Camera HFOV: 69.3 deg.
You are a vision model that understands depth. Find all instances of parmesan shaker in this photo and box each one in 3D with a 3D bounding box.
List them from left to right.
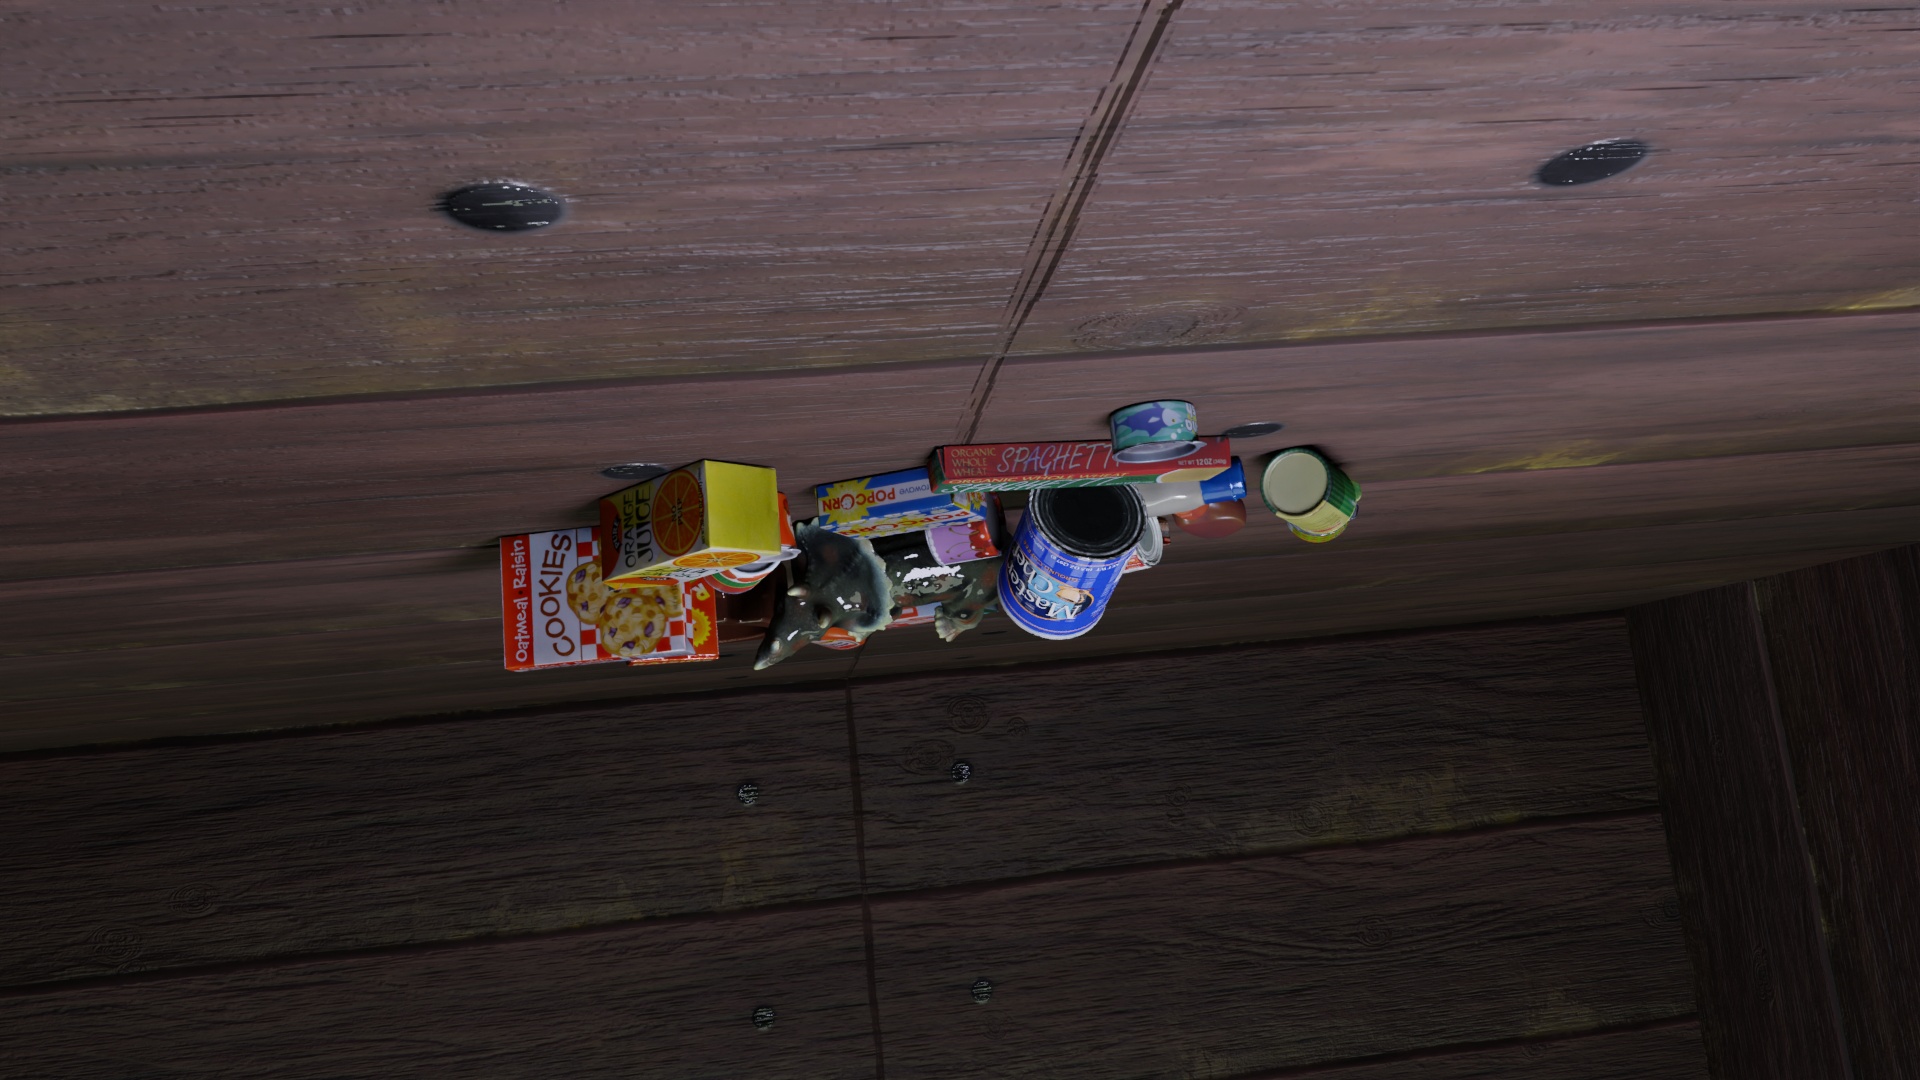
[{"bbox_3d":[0.319,-0.046,1.261,0.071,0.071,0.103,-10,169,25],"label":"parmesan shaker"}]

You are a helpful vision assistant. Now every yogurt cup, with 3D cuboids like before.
[{"bbox_3d":[-0.177,-0.011,1.206,0.072,0.054,0.072,-5,170,-1],"label":"yogurt cup"}]

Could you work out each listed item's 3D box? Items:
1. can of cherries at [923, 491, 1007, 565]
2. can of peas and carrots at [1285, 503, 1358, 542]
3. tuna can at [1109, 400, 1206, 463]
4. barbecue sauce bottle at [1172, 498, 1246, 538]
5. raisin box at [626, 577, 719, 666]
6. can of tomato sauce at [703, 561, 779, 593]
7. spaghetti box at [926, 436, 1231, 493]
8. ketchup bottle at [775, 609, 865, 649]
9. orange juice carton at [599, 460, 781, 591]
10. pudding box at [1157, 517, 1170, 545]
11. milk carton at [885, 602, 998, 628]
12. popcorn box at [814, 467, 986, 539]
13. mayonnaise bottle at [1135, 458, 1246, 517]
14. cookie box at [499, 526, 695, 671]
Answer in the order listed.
[{"bbox_3d":[0.004,-0.016,1.259,0.058,0.071,0.071,-10,169,19],"label":"can of cherries"},{"bbox_3d":[0.349,-0.033,1.346,0.071,0.071,0.058,-8,171,13],"label":"can of peas and carrots"},{"bbox_3d":[0.148,-0.081,1.044,0.071,0.033,0.071,-6,170,-1],"label":"tuna can"},{"bbox_3d":[0.234,-0.033,1.355,0.065,0.044,0.148,-10,169,22],"label":"barbecue sauce bottle"},{"bbox_3d":[-0.280,0.056,1.336,0.086,0.123,0.040,-2,169,-20],"label":"raisin box"},{"bbox_3d":[-0.200,0.010,1.278,0.071,0.071,0.083,-2,169,-21],"label":"can of tomato sauce"},{"bbox_3d":[0.098,-0.063,1.140,0.250,0.029,0.050,-3,169,-15],"label":"spaghetti box"},{"bbox_3d":[-0.154,0.090,1.506,0.065,0.043,0.148,-1,170,17],"label":"ketchup bottle"},{"bbox_3d":[-0.236,-0.008,1.138,0.192,0.072,0.073,-15,166,42],"label":"orange juice carton"},{"bbox_3d":[0.183,-0.005,1.529,0.083,0.030,0.050,-12,170,33],"label":"pudding box"},{"bbox_3d":[-0.058,0.062,1.653,0.190,0.072,0.073,-9,170,22],"label":"milk carton"},{"bbox_3d":[-0.050,-0.032,1.202,0.126,0.038,0.085,-9,170,19],"label":"popcorn box"},{"bbox_3d":[0.183,-0.045,1.261,0.148,0.041,0.064,-9,164,16],"label":"mayonnaise bottle"},{"bbox_3d":[-0.333,0.051,1.272,0.167,0.123,0.040,-6,169,2],"label":"cookie box"}]
